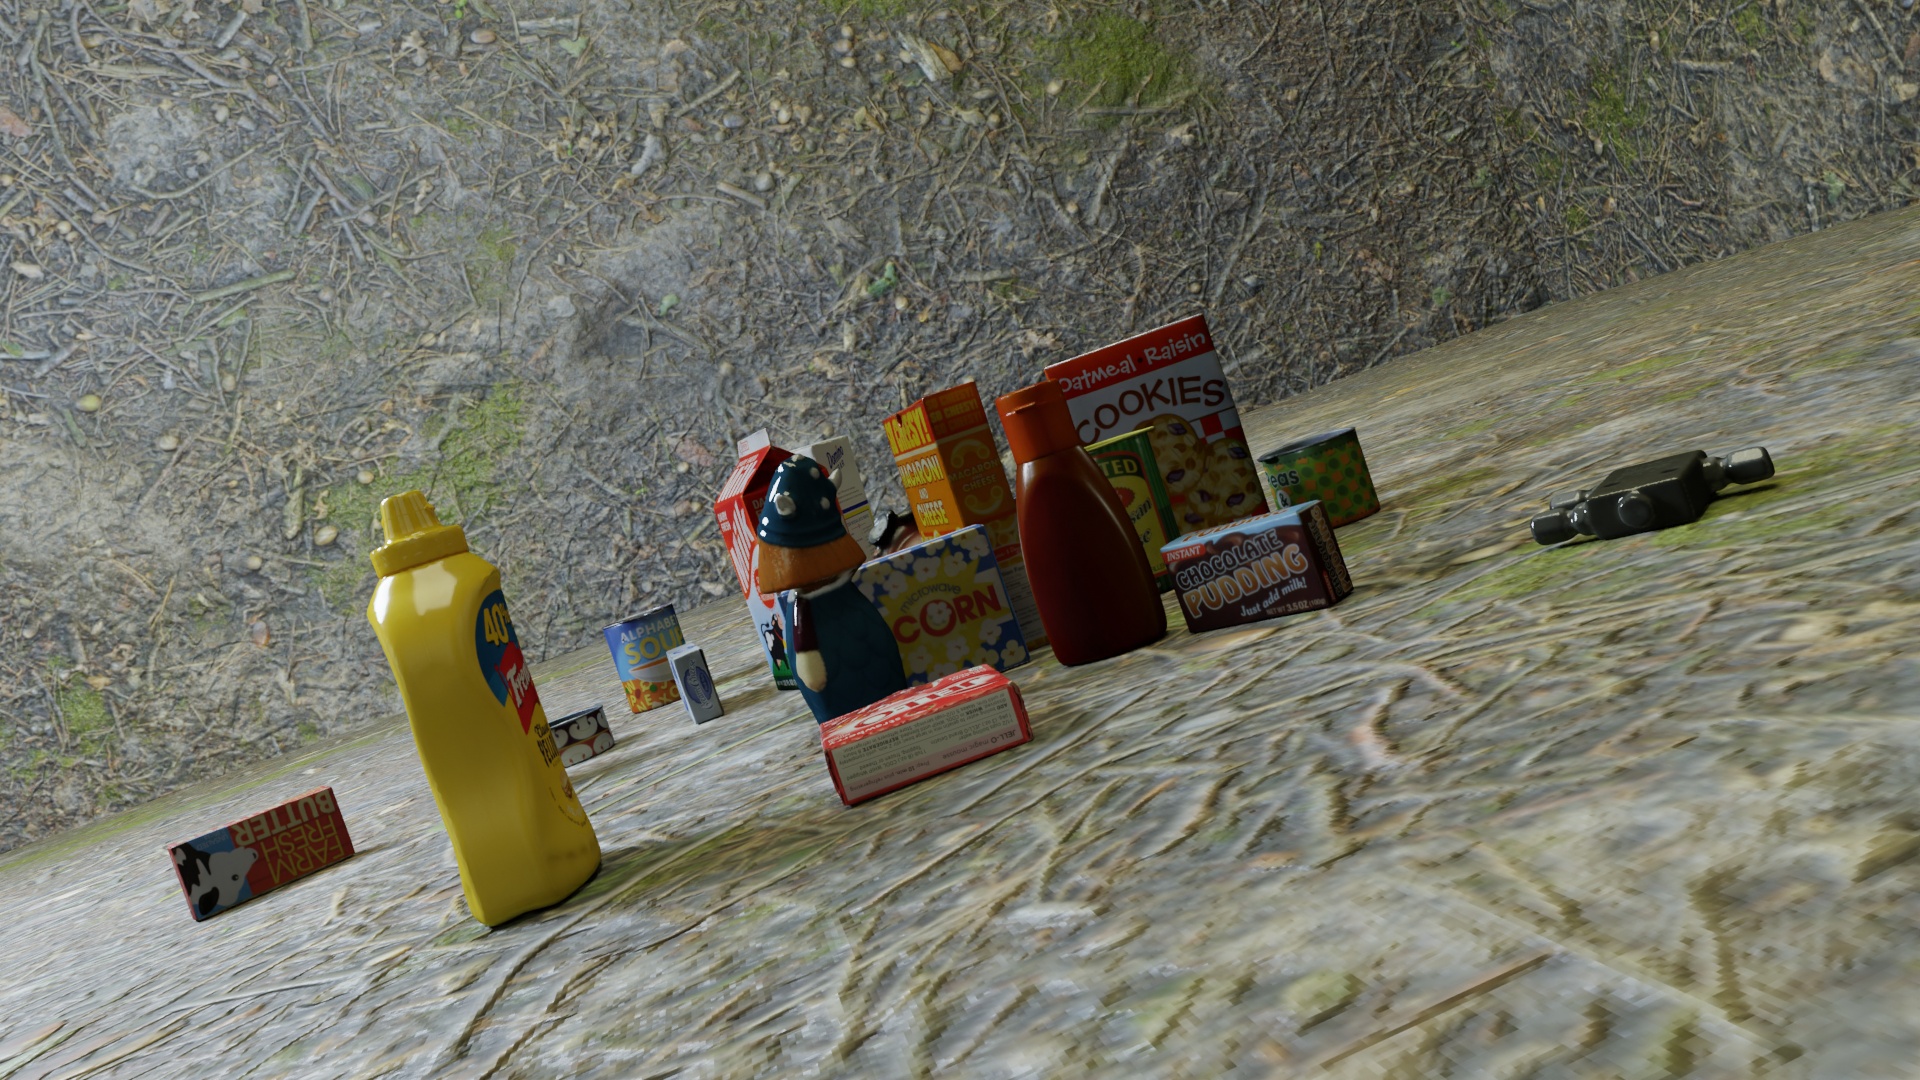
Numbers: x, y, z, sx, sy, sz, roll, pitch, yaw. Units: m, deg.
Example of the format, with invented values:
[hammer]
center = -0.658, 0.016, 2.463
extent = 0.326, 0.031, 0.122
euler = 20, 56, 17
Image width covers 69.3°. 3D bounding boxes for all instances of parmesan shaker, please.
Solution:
[parmesan shaker]
center = 0.109, -0.015, 0.911
extent = 0.071, 0.103, 0.071
euler = -19, 3, 1

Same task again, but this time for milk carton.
[milk carton]
center = -0.126, 0.011, 1.043
extent = 0.074, 0.190, 0.072
euler = -21, 3, -28

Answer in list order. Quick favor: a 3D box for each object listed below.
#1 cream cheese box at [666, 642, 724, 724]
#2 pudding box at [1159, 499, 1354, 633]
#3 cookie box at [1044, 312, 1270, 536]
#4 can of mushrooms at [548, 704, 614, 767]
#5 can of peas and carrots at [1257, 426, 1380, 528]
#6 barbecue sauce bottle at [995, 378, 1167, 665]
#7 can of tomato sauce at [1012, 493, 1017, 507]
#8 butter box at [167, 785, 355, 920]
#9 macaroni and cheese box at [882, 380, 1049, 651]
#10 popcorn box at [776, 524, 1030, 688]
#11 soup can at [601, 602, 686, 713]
[cream cheese box]
center = -0.206, 0.109, 1.072
extent = 0.024, 0.053, 0.103
euler = -20, 3, -14
[pudding box]
center = 0.148, 0.014, 0.696
extent = 0.083, 0.049, 0.030
euler = -16, 4, 42
[cookie box]
center = 0.146, -0.070, 1.027
extent = 0.123, 0.167, 0.040
euler = -19, 3, 8
[can of mushrooms]
center = -0.304, 0.154, 1.066
extent = 0.071, 0.033, 0.071
euler = -19, 3, 1
[can of peas and carrots]
center = 0.240, -0.039, 0.935
extent = 0.071, 0.058, 0.071
euler = -19, 3, 1
[barbecue sauce bottle]
center = 0.059, -0.011, 0.743
extent = 0.065, 0.148, 0.044
euler = -18, 3, 16
[can of tomato sauce]
center = 0.043, 0.009, 1.050
extent = 0.071, 0.083, 0.071
euler = -19, 3, 1
[butter box]
center = -0.469, 0.209, 0.936
extent = 0.104, 0.053, 0.024
euler = -22, 4, -37
[macaroni and cheese box]
center = 0.003, -0.011, 0.893
extent = 0.040, 0.166, 0.123
euler = -20, 3, -14
[popcorn box]
center = -0.033, 0.050, 0.806
extent = 0.127, 0.085, 0.038
euler = -19, 3, -7
[soup can]
center = -0.278, 0.106, 1.256
extent = 0.071, 0.083, 0.071
euler = -19, 3, 1
